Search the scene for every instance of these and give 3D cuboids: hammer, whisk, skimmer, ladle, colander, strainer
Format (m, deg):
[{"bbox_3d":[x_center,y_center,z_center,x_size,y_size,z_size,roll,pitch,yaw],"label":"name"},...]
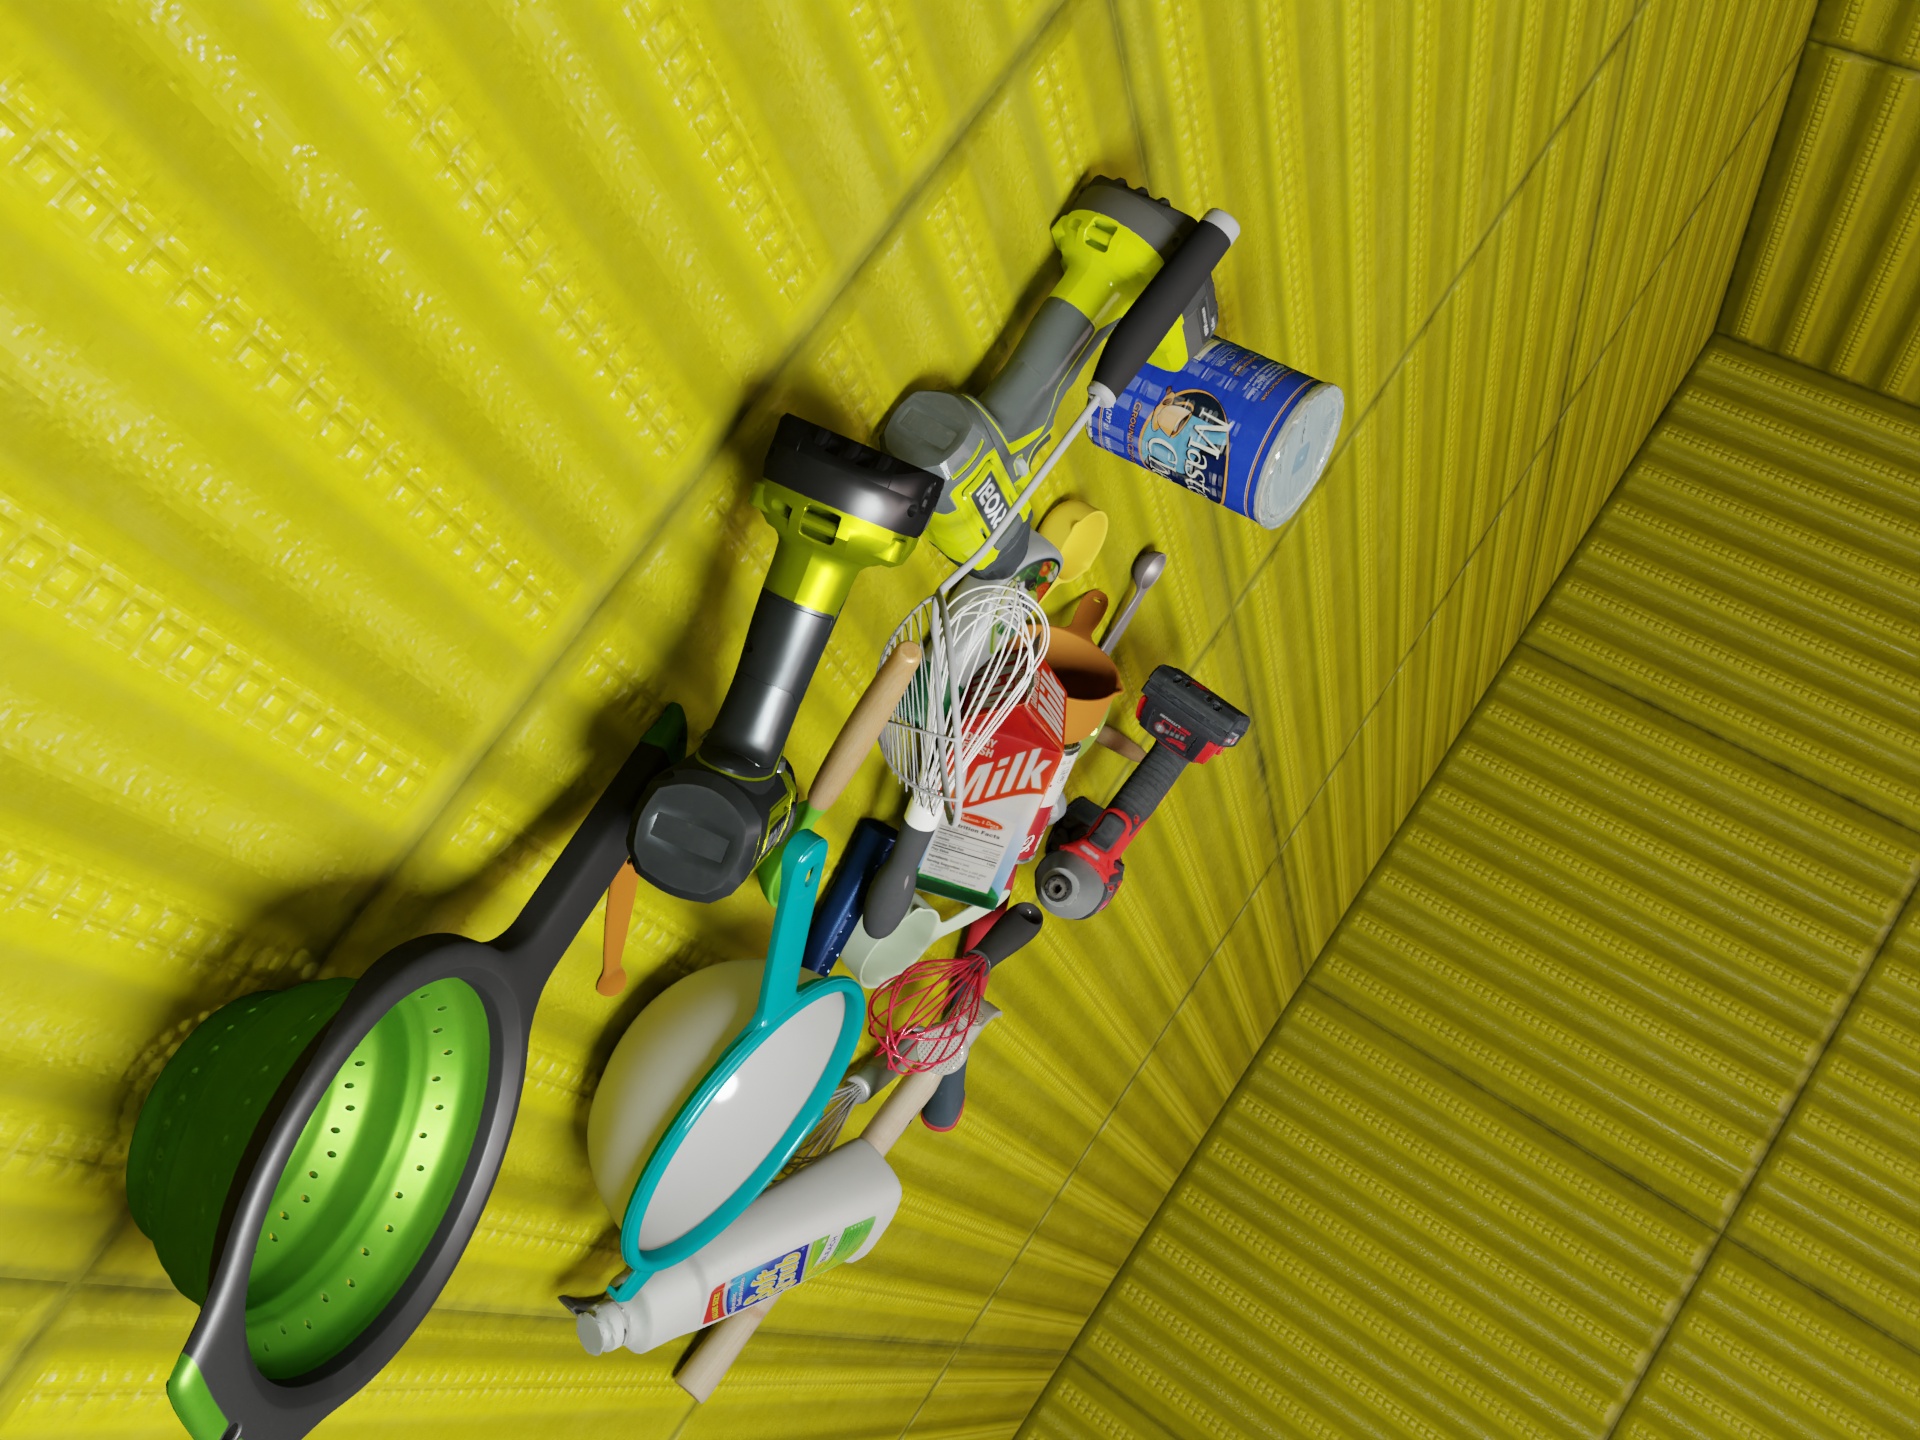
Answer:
[{"bbox_3d":[-0.103,0.389,1.287,0.410,0.038,0.146,-54,170,12],"label":"hammer"},{"bbox_3d":[-0.088,0.298,1.272,0.246,0.058,0.059,-25,119,-59],"label":"whisk"},{"bbox_3d":[0.065,-0.113,0.876,0.363,0.090,0.127,-54,-177,-3],"label":"skimmer"},{"bbox_3d":[0.001,0.230,1.374,0.143,0.038,0.386,-32,144,-44],"label":"hammer"},{"bbox_3d":[0.130,0.016,1.360,0.078,0.062,0.320,-62,159,1],"label":"ladle"},{"bbox_3d":[-0.248,0.124,0.723,0.204,0.094,0.397,93,18,-46],"label":"colander"},{"bbox_3d":[-0.144,0.174,0.937,0.211,0.095,0.340,-35,150,-46],"label":"strainer"},{"bbox_3d":[0.005,0.191,1.198,0.296,0.073,0.073,-28,143,-65],"label":"whisk"},{"bbox_3d":[-0.013,0.033,1.013,0.070,0.070,0.284,-26,145,-51],"label":"whisk"},{"bbox_3d":[-0.148,0.252,1.108,0.405,0.035,0.144,-62,156,6],"label":"hammer"}]

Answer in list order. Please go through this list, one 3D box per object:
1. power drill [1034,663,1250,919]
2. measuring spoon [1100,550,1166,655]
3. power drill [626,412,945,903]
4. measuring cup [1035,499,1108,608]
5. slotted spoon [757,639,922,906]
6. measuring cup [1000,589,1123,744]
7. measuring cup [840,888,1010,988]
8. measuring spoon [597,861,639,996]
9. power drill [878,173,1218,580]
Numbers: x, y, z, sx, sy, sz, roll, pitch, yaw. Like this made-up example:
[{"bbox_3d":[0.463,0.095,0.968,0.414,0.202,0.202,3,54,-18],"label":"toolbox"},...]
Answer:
[{"bbox_3d":[0.138,0.066,1.291,0.219,0.078,0.143,-56,166,9],"label":"power drill"},{"bbox_3d":[0.128,-0.086,1.293,0.034,0.018,0.124,-8,132,-61],"label":"measuring spoon"},{"bbox_3d":[-0.087,-0.030,0.803,0.190,0.080,0.228,-62,175,-83],"label":"power drill"},{"bbox_3d":[0.042,-0.091,1.104,0.156,0.029,0.062,-47,154,-9],"label":"measuring cup"},{"bbox_3d":[-0.071,0.031,0.883,0.070,0.031,0.313,-67,-174,-30],"label":"slotted spoon"},{"bbox_3d":[0.077,-0.043,1.177,0.052,0.095,0.174,-67,175,33],"label":"measuring cup"},{"bbox_3d":[-0.026,0.146,1.198,0.167,0.038,0.083,-19,141,-47],"label":"measuring cup"},{"bbox_3d":[-0.189,0.112,0.894,0.021,0.011,0.116,-29,142,-49],"label":"measuring spoon"},{"bbox_3d":[0.055,-0.193,0.947,0.223,0.080,0.171,-52,155,-7],"label":"power drill"}]
